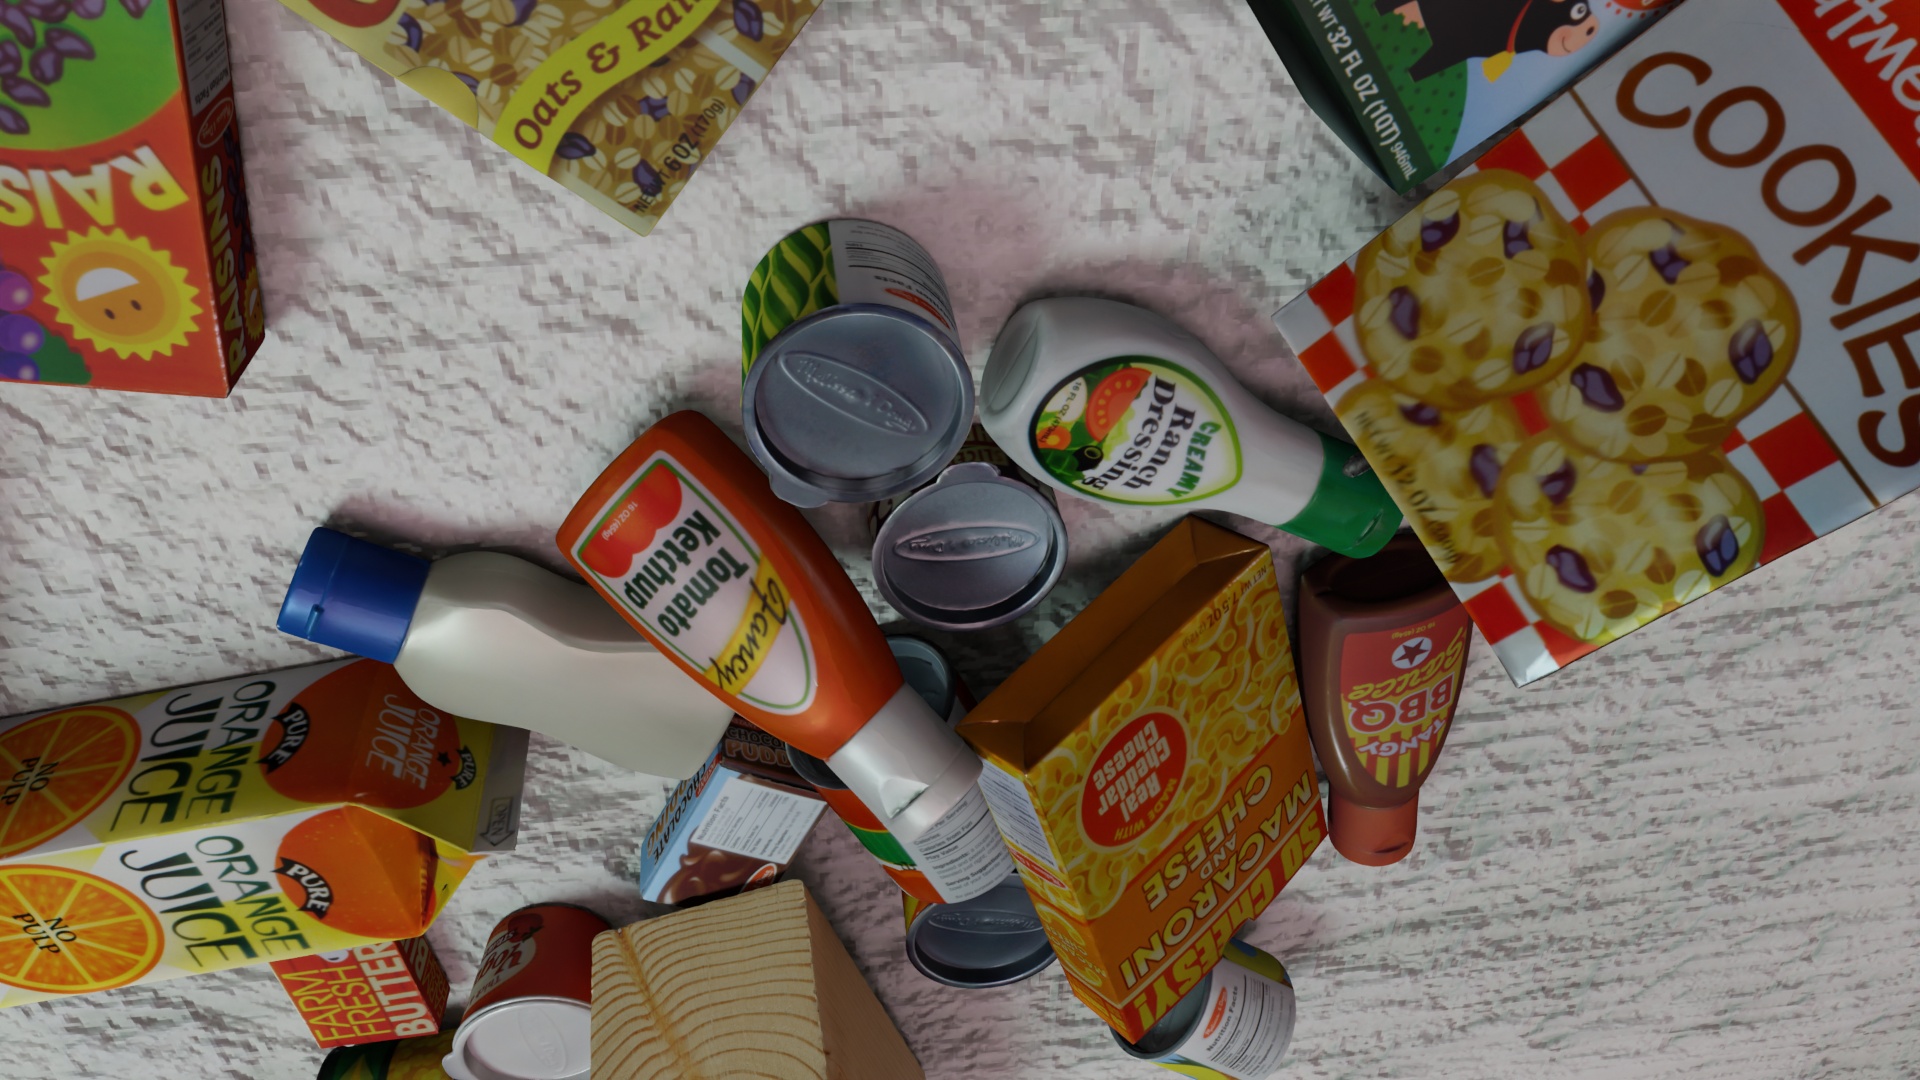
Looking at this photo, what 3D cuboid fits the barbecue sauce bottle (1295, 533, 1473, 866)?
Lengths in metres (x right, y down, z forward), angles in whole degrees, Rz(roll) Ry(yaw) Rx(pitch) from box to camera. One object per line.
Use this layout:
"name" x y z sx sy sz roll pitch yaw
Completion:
"barbecue sauce bottle" 0.165 0.068 0.548 0.065 0.044 0.147 -16 128 -7

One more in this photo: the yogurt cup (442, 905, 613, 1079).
"yogurt cup" -0.172 0.190 0.577 0.072 0.054 0.072 -5 127 -6

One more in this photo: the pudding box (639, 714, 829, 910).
"pudding box" -0.089 0.110 0.546 0.050 0.030 0.083 19 121 -23

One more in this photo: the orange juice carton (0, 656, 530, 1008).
"orange juice carton" -0.247 0.097 0.484 0.193 0.072 0.072 -10 128 -2

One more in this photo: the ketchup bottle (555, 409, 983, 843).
"ketchup bottle" -0.056 0.031 0.441 0.149 0.044 0.064 46 111 0

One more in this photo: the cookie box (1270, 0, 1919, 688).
"cookie box" 0.182 -0.057 0.347 0.166 0.123 0.040 -38 166 34

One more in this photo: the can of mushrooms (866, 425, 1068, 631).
"can of mushrooms" 0.002 -0.006 0.472 0.071 0.033 0.070 -4 127 -5

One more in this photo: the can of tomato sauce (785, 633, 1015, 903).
"can of tomato sauce" -0.017 0.085 0.515 0.071 0.071 0.082 -23 131 9

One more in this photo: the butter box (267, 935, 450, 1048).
"butter box" -0.250 0.165 0.565 0.053 0.024 0.103 -8 127 -3

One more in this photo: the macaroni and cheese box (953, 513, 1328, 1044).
"macaroni and cheese box" 0.076 0.093 0.516 0.124 0.040 0.165 -40 131 -22

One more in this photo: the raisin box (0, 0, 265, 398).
"raisin box" -0.236 -0.101 0.358 0.086 0.040 0.122 3 125 -12

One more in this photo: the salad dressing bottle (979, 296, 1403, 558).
"salad dressing bottle" 0.080 -0.033 0.458 0.148 0.044 0.064 18 120 -22

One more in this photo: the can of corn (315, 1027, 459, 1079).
"can of corn" -0.239 0.251 0.601 0.058 0.071 0.070 -8 128 -4

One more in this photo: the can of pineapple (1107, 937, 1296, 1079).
"can of pineapple" 0.108 0.209 0.633 0.058 0.071 0.070 30 117 -27

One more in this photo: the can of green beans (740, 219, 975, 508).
"can of green beans" -0.032 -0.054 0.414 0.071 0.058 0.071 -5 127 -6

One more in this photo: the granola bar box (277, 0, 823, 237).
"granola bar box" -0.081 -0.172 0.330 0.124 0.039 0.165 31 116 -28

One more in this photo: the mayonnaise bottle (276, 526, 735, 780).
"mayonnaise bottle" -0.150 0.036 0.474 0.148 0.041 0.064 21 119 -22

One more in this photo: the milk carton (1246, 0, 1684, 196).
"milk carton" 0.164 -0.180 0.343 0.190 0.074 0.072 -34 124 15

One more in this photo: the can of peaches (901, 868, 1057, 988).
"can of peaches" 0.009 0.137 0.565 0.071 0.058 0.071 -4 127 -6
